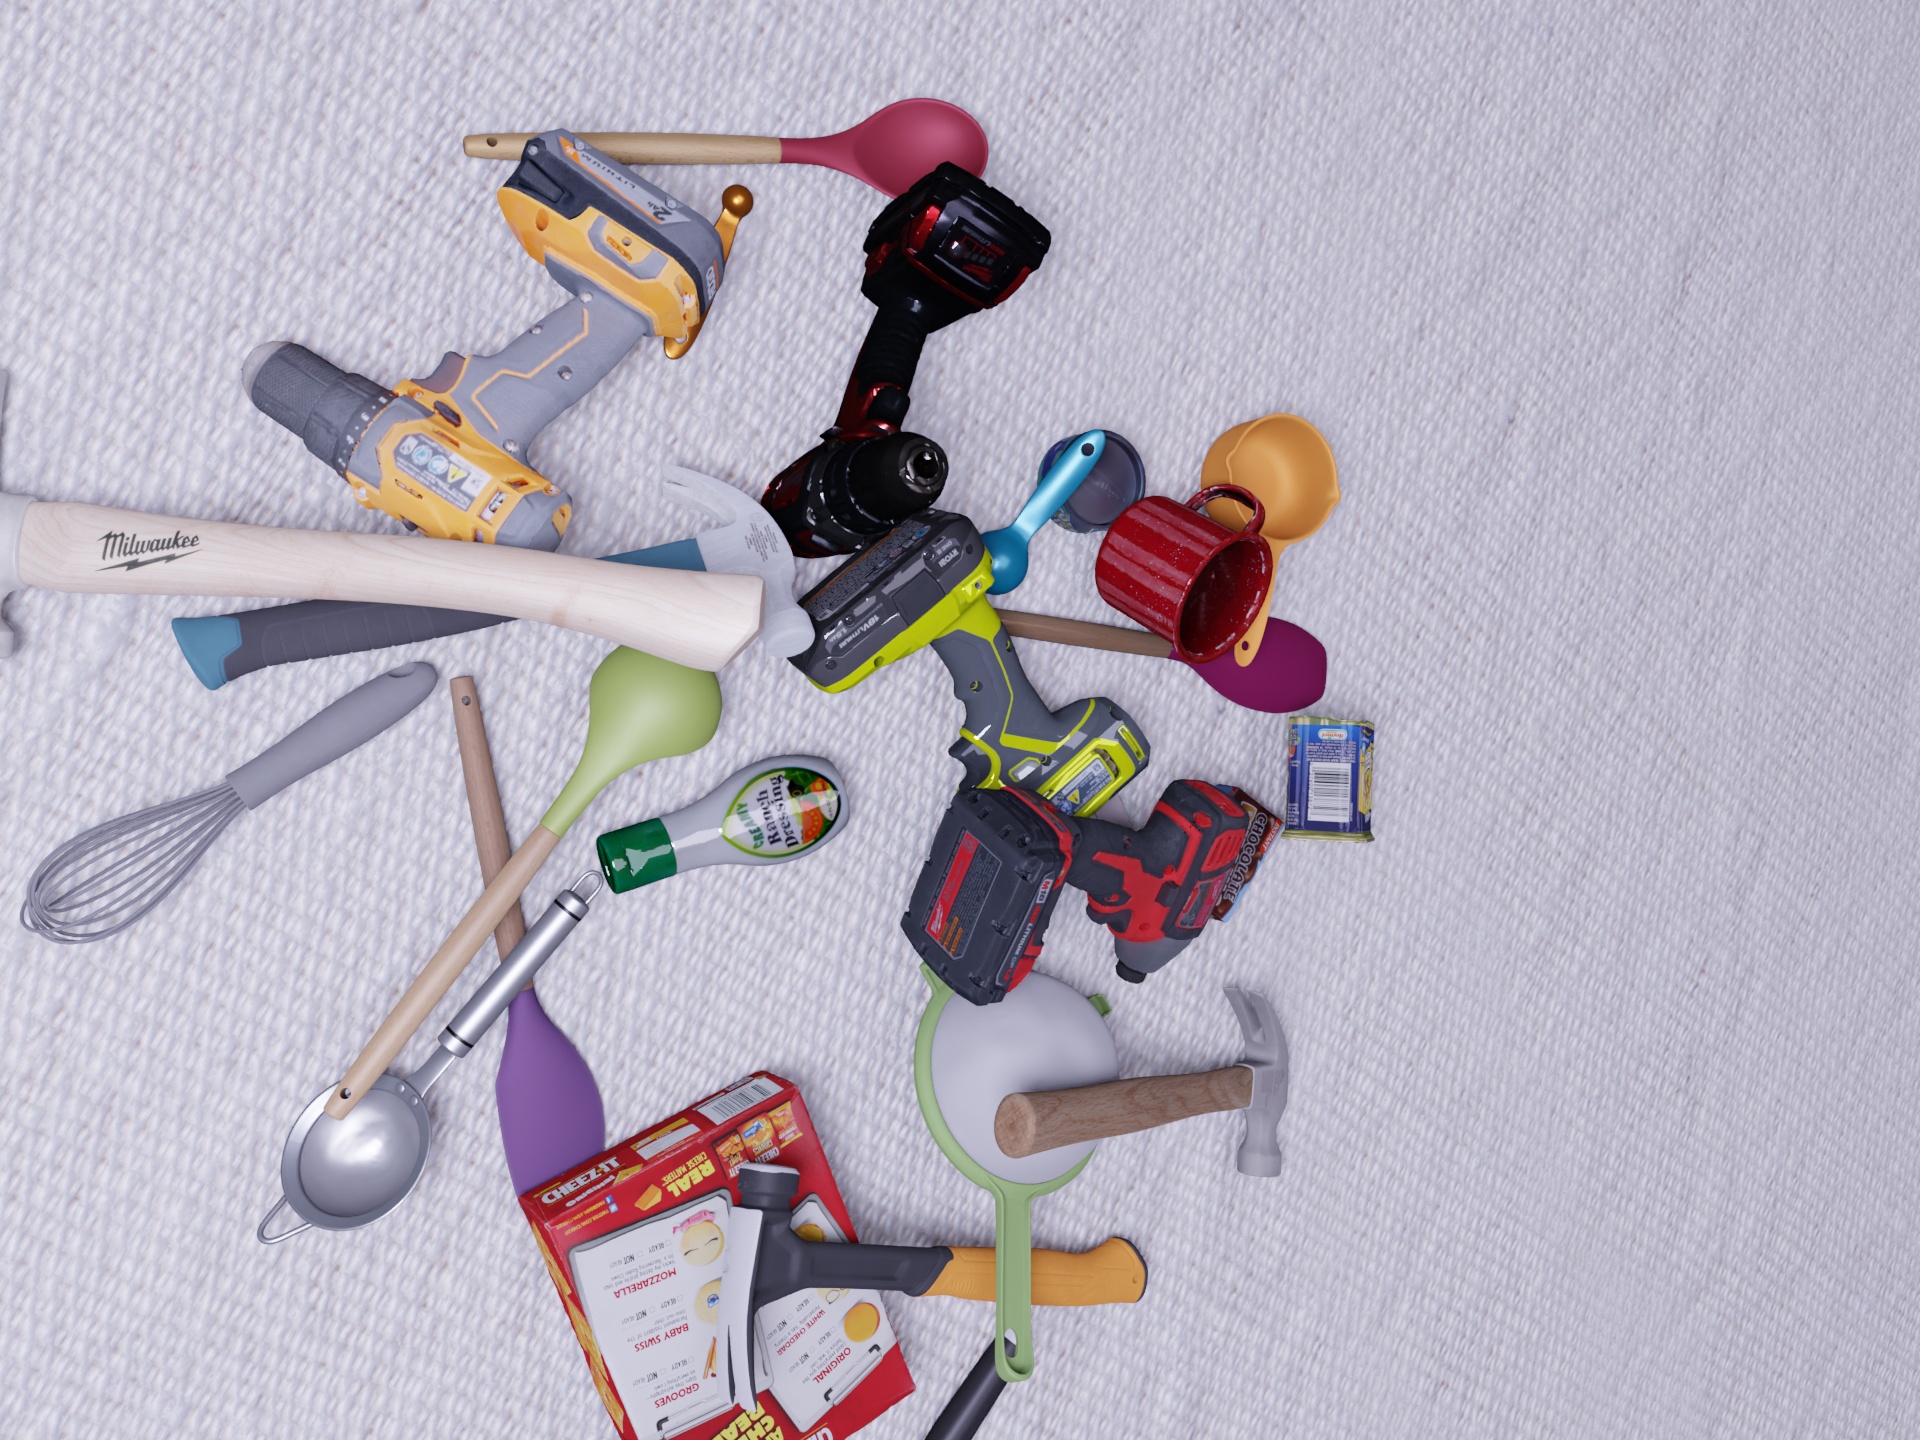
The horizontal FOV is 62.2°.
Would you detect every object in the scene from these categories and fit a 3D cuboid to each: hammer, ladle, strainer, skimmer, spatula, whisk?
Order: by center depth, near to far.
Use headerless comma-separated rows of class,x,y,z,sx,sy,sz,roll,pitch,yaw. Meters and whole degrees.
hammer,-0.303,-0.086,0.799,0.410,0.038,0.146,5,92,-2
whisk,-0.382,0.038,0.845,0.239,0.055,0.055,-37,106,-22
hammer,-0.256,-0.067,0.881,0.331,0.033,0.128,-12,64,-16
strainer,-0.285,0.187,0.885,0.087,0.050,0.258,34,79,25
ladle,-0.245,0.085,0.892,0.078,0.062,0.320,35,77,1
spatula,-0.256,0.130,0.918,0.059,0.018,0.316,-13,98,-26
ladle,-0.133,-0.340,0.951,0.315,0.031,0.069,-7,85,-21
strainer,0.048,0.264,0.971,0.151,0.069,0.257,20,57,-29
hammer,-0.003,0.346,0.973,0.336,0.034,0.127,19,71,-40
skimmer,-0.041,0.555,0.988,0.363,0.090,0.127,-54,142,-16
hammer,0.126,0.237,1.001,0.331,0.031,0.130,11,82,-53

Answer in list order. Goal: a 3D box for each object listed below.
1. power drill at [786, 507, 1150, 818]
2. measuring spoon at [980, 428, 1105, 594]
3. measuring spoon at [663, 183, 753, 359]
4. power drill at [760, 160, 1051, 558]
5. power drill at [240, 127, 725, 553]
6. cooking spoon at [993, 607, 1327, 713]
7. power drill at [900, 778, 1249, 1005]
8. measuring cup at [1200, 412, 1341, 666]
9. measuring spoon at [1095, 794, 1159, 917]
power drill,-0.002,-0.003,0.986,0.171,0.080,0.223,-41,114,-9
measuring spoon,0.050,-0.133,1.013,0.042,0.021,0.128,38,101,-6
measuring spoon,-0.151,-0.269,0.953,0.021,0.011,0.117,24,82,-22
power drill,-0.030,-0.201,0.917,0.080,0.188,0.227,28,77,-23
power drill,-0.257,-0.208,0.864,0.185,0.084,0.226,32,79,0
cooking spoon,0.118,-0.053,1.074,0.318,0.017,0.069,7,82,-23
power drill,0.078,0.108,0.986,0.219,0.079,0.143,2,118,-43
measuring cup,0.199,-0.123,1.091,0.095,0.052,0.173,13,88,-24
measuring spoon,0.114,0.094,1.083,0.034,0.018,0.124,-24,95,-10
